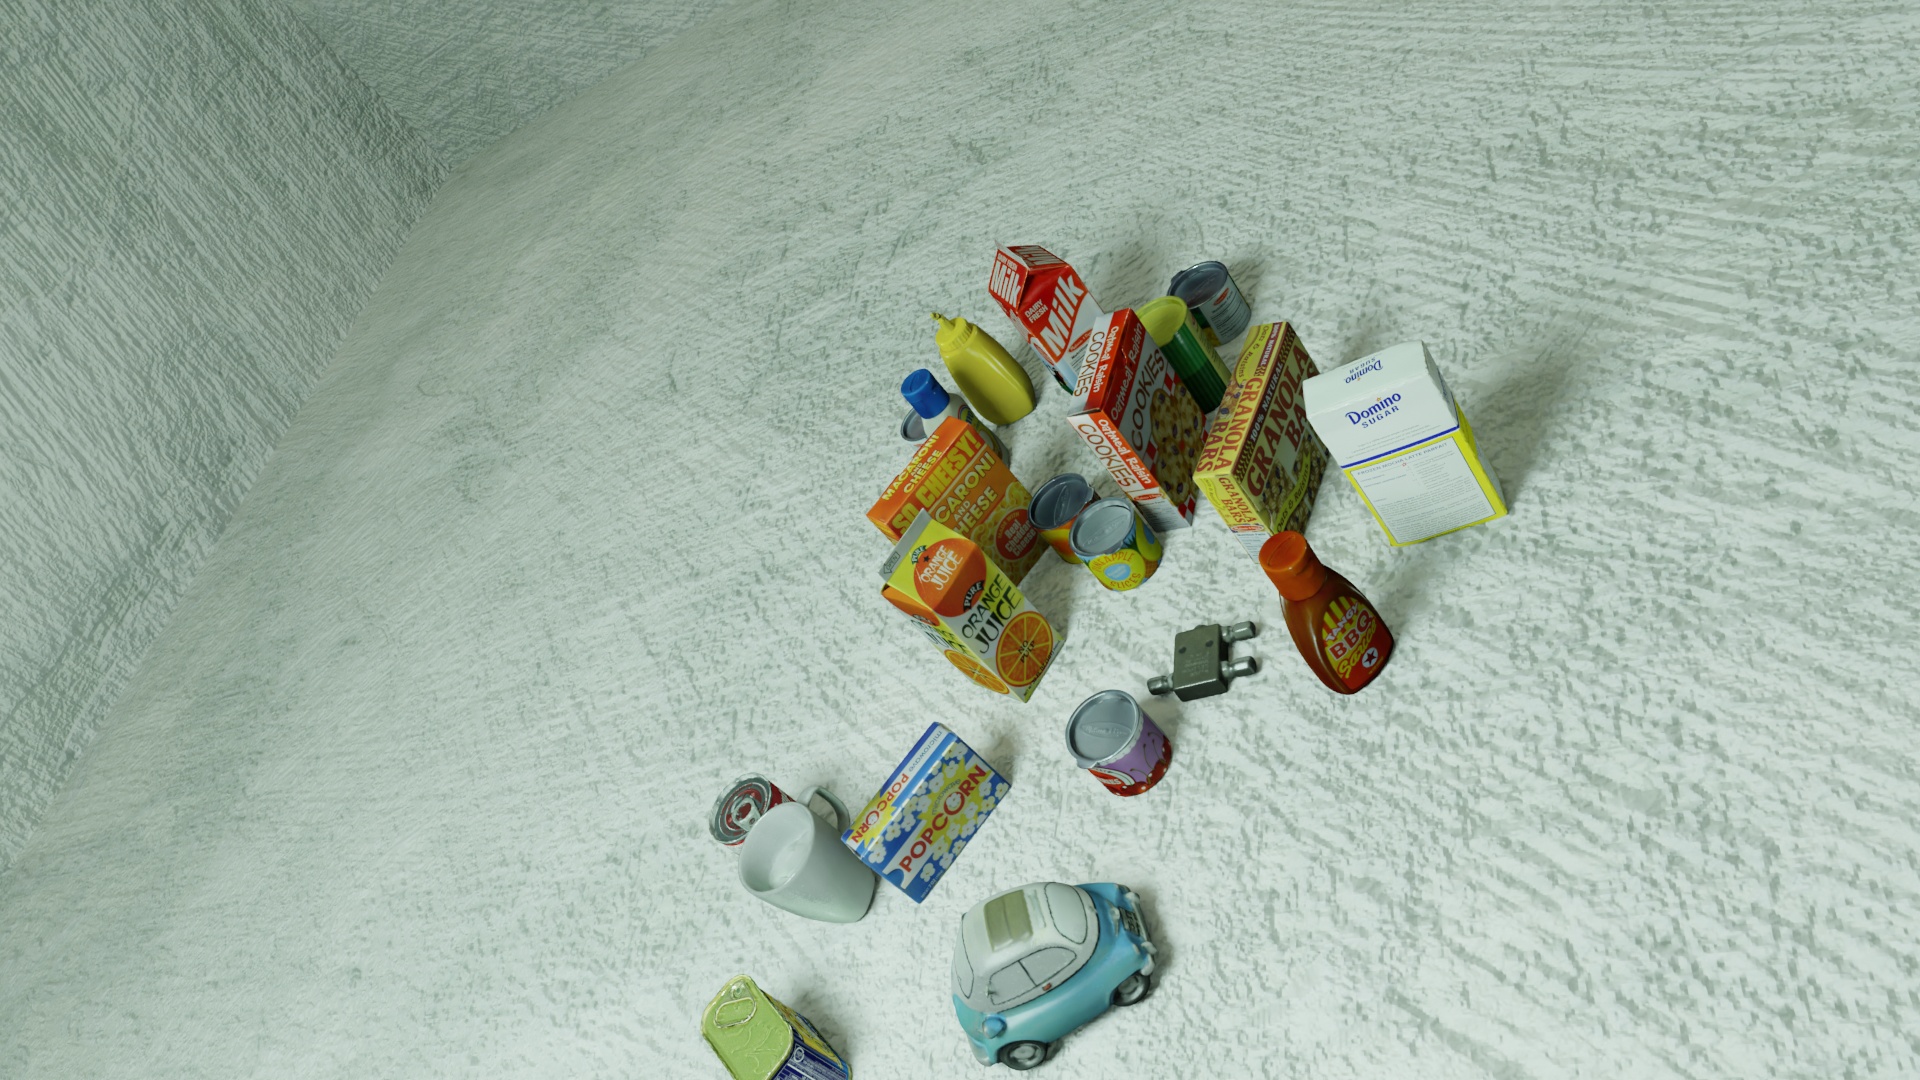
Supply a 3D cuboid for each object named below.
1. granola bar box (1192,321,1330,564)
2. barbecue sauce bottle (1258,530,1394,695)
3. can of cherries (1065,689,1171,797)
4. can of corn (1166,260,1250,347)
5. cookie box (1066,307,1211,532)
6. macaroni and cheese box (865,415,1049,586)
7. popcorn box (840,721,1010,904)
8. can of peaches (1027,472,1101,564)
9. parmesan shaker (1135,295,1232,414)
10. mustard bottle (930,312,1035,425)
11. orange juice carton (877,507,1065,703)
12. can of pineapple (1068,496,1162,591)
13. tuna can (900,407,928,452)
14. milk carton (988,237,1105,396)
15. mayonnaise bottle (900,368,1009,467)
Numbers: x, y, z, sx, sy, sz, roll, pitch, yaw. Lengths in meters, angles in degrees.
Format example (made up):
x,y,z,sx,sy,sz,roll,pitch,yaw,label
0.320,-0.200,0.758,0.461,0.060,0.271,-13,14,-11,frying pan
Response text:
x,y,z,sx,sy,sz,roll,pitch,yaw,label
0.262,-0.081,1.164,0.039,0.124,0.166,-2,53,41,granola bar box
0.263,0.050,1.013,0.065,0.148,0.044,-49,37,-8,barbecue sauce bottle
0.124,0.163,1.100,0.071,0.058,0.072,-24,40,23,can of cherries
0.247,-0.236,1.386,0.071,0.058,0.071,-24,40,23,can of corn
0.164,-0.106,1.241,0.040,0.167,0.123,-10,47,36,cookie box
0.005,-0.016,1.295,0.124,0.166,0.040,-51,38,-12,macaroni and cheese box
-0.027,0.225,1.152,0.127,0.085,0.038,-51,38,-11,popcorn box
0.107,-0.020,1.297,0.071,0.058,0.071,-24,40,23,can of peaches
0.208,-0.171,1.319,0.071,0.103,0.072,-24,40,23,parmesan shaker
0.018,-0.189,1.459,0.065,0.160,0.049,-23,41,24,mustard bottle
0.002,0.055,1.205,0.073,0.192,0.072,14,64,48,orange juice carton
0.139,0.005,1.243,0.071,0.057,0.071,-24,40,23,can of pineapple
-0.030,-0.128,1.548,0.071,0.032,0.071,-24,40,23,tuna can
0.096,-0.228,1.403,0.073,0.190,0.072,-42,37,1,milk carton
-0.005,-0.114,1.415,0.041,0.147,0.065,-15,45,32,mayonnaise bottle
